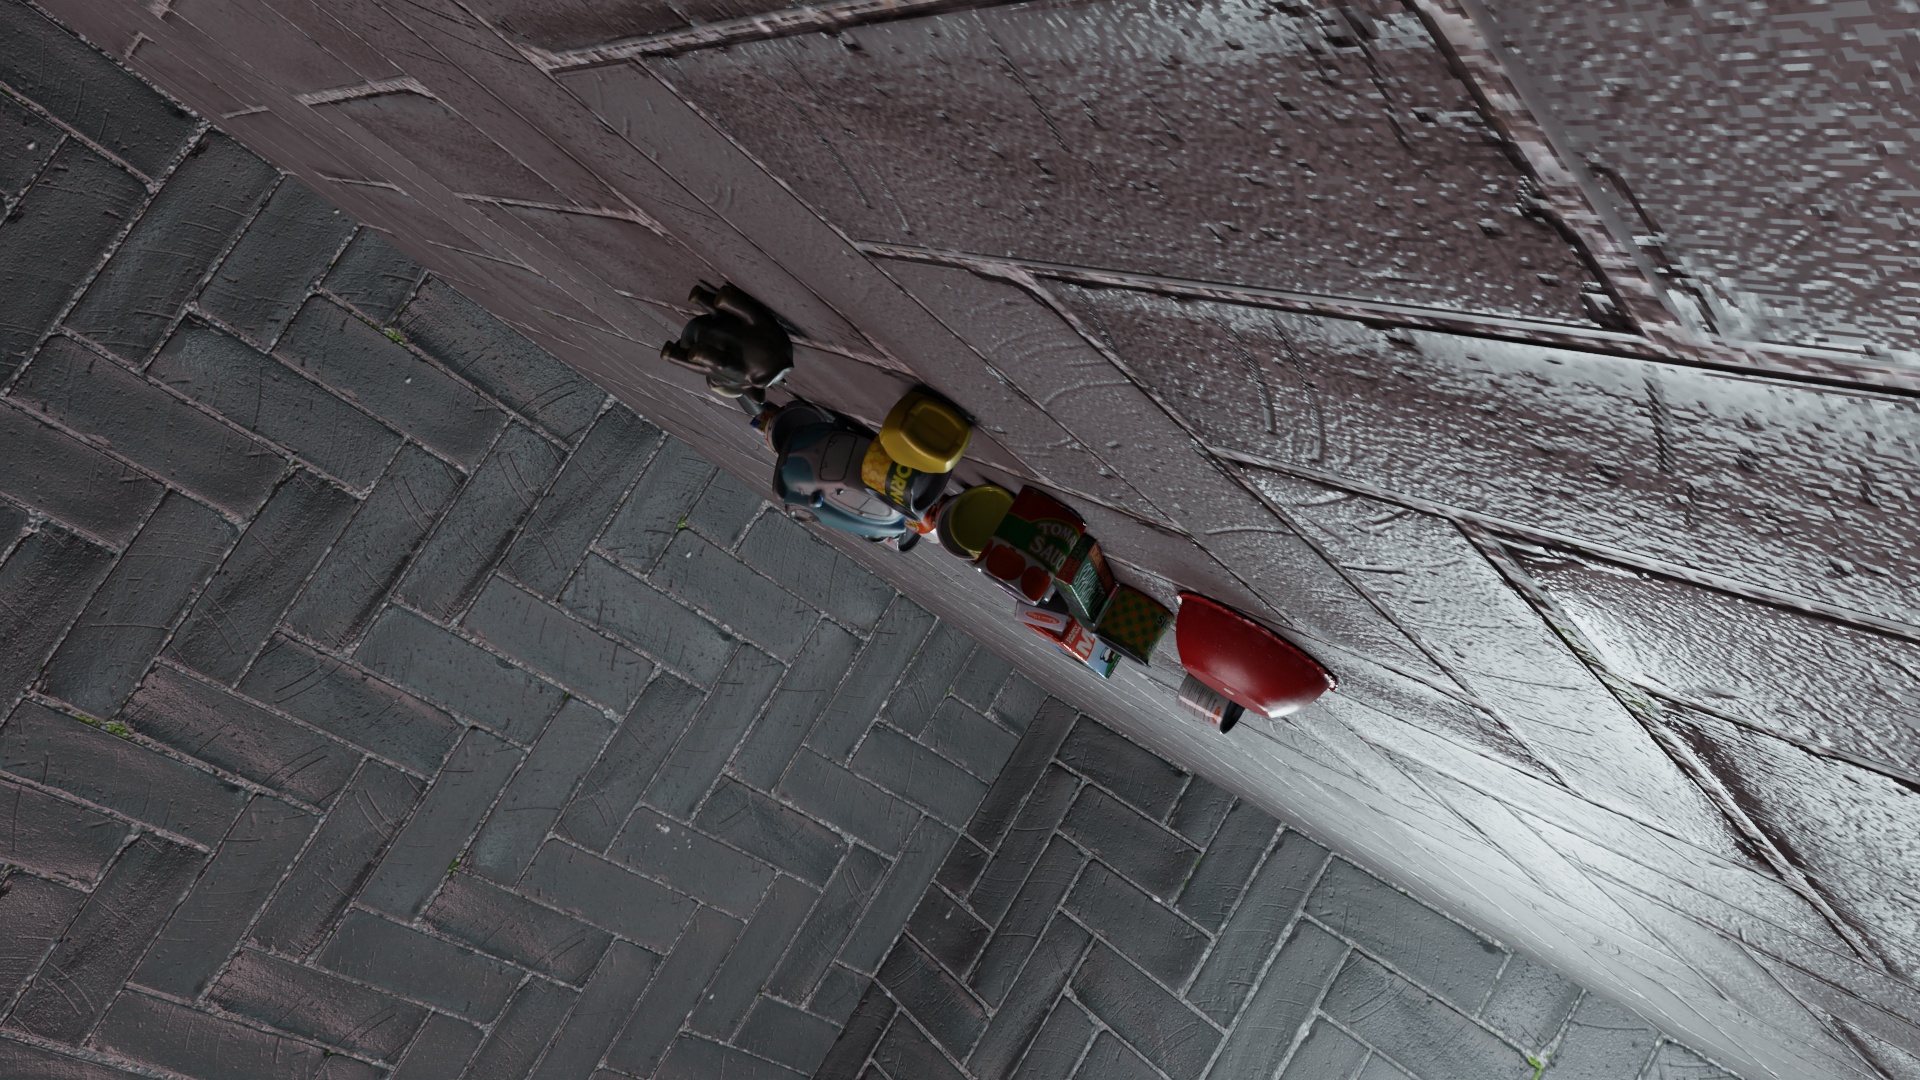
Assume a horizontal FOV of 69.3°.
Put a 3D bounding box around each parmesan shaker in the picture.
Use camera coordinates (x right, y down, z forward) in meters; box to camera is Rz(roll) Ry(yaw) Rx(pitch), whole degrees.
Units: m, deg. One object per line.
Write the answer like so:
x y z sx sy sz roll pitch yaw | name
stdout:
0.039 -0.005 1.317 0.071 0.071 0.103 29 173 24 | parmesan shaker

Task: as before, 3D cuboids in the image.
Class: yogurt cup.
0.005 -0.018 1.406 0.072 0.072 0.054 34 -179 -13 | yogurt cup

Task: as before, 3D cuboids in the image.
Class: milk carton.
0.127 0.089 1.593 0.073 0.072 0.190 29 173 34 | milk carton

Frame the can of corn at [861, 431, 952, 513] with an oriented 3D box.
-0.049 -0.066 1.254 0.058 0.071 0.071 31 173 20 | can of corn

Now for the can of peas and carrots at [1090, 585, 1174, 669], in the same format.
0.175 0.087 1.395 0.071 0.059 0.071 31 174 4 | can of peas and carrots

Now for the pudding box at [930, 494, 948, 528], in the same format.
-0.006 -0.022 1.577 0.050 0.030 0.083 31 174 3 | pudding box

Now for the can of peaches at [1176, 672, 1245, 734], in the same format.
0.275 0.166 1.501 0.058 0.071 0.071 29 173 28 | can of peaches

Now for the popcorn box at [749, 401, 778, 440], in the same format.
-0.188 -0.116 1.712 0.127 0.038 0.085 30 175 16 | popcorn box

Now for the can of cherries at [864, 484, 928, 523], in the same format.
-0.054 -0.059 1.386 0.071 0.058 0.071 31 174 4 | can of cherries

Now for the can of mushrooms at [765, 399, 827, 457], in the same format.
-0.179 -0.119 1.520 0.071 0.071 0.033 35 174 -21 | can of mushrooms

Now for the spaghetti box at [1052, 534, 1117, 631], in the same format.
0.123 0.044 1.360 0.029 0.050 0.249 28 173 18 | spaghetti box

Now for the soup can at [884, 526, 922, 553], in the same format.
-0.090 -0.032 1.772 0.084 0.071 0.071 30 173 24 | soup can

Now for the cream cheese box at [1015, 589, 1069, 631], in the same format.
0.086 0.054 1.458 0.053 0.024 0.104 15 -153 -2 | cream cheese box

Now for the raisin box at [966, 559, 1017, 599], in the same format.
0.068 0.043 1.685 0.086 0.040 0.123 27 172 37 | raisin box

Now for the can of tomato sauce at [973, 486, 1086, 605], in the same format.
0.061 0.006 1.202 0.071 0.083 0.071 32 174 4 | can of tomato sauce

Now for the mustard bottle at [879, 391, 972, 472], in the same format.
-0.035 -0.085 1.125 0.065 0.049 0.160 34 175 -11 | mustard bottle

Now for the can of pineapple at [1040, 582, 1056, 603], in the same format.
0.072 0.021 1.391 0.071 0.058 0.071 32 173 4 | can of pineapple

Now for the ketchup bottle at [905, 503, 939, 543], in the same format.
-0.054 -0.037 1.641 0.065 0.043 0.148 29 174 27 | ketchup bottle
